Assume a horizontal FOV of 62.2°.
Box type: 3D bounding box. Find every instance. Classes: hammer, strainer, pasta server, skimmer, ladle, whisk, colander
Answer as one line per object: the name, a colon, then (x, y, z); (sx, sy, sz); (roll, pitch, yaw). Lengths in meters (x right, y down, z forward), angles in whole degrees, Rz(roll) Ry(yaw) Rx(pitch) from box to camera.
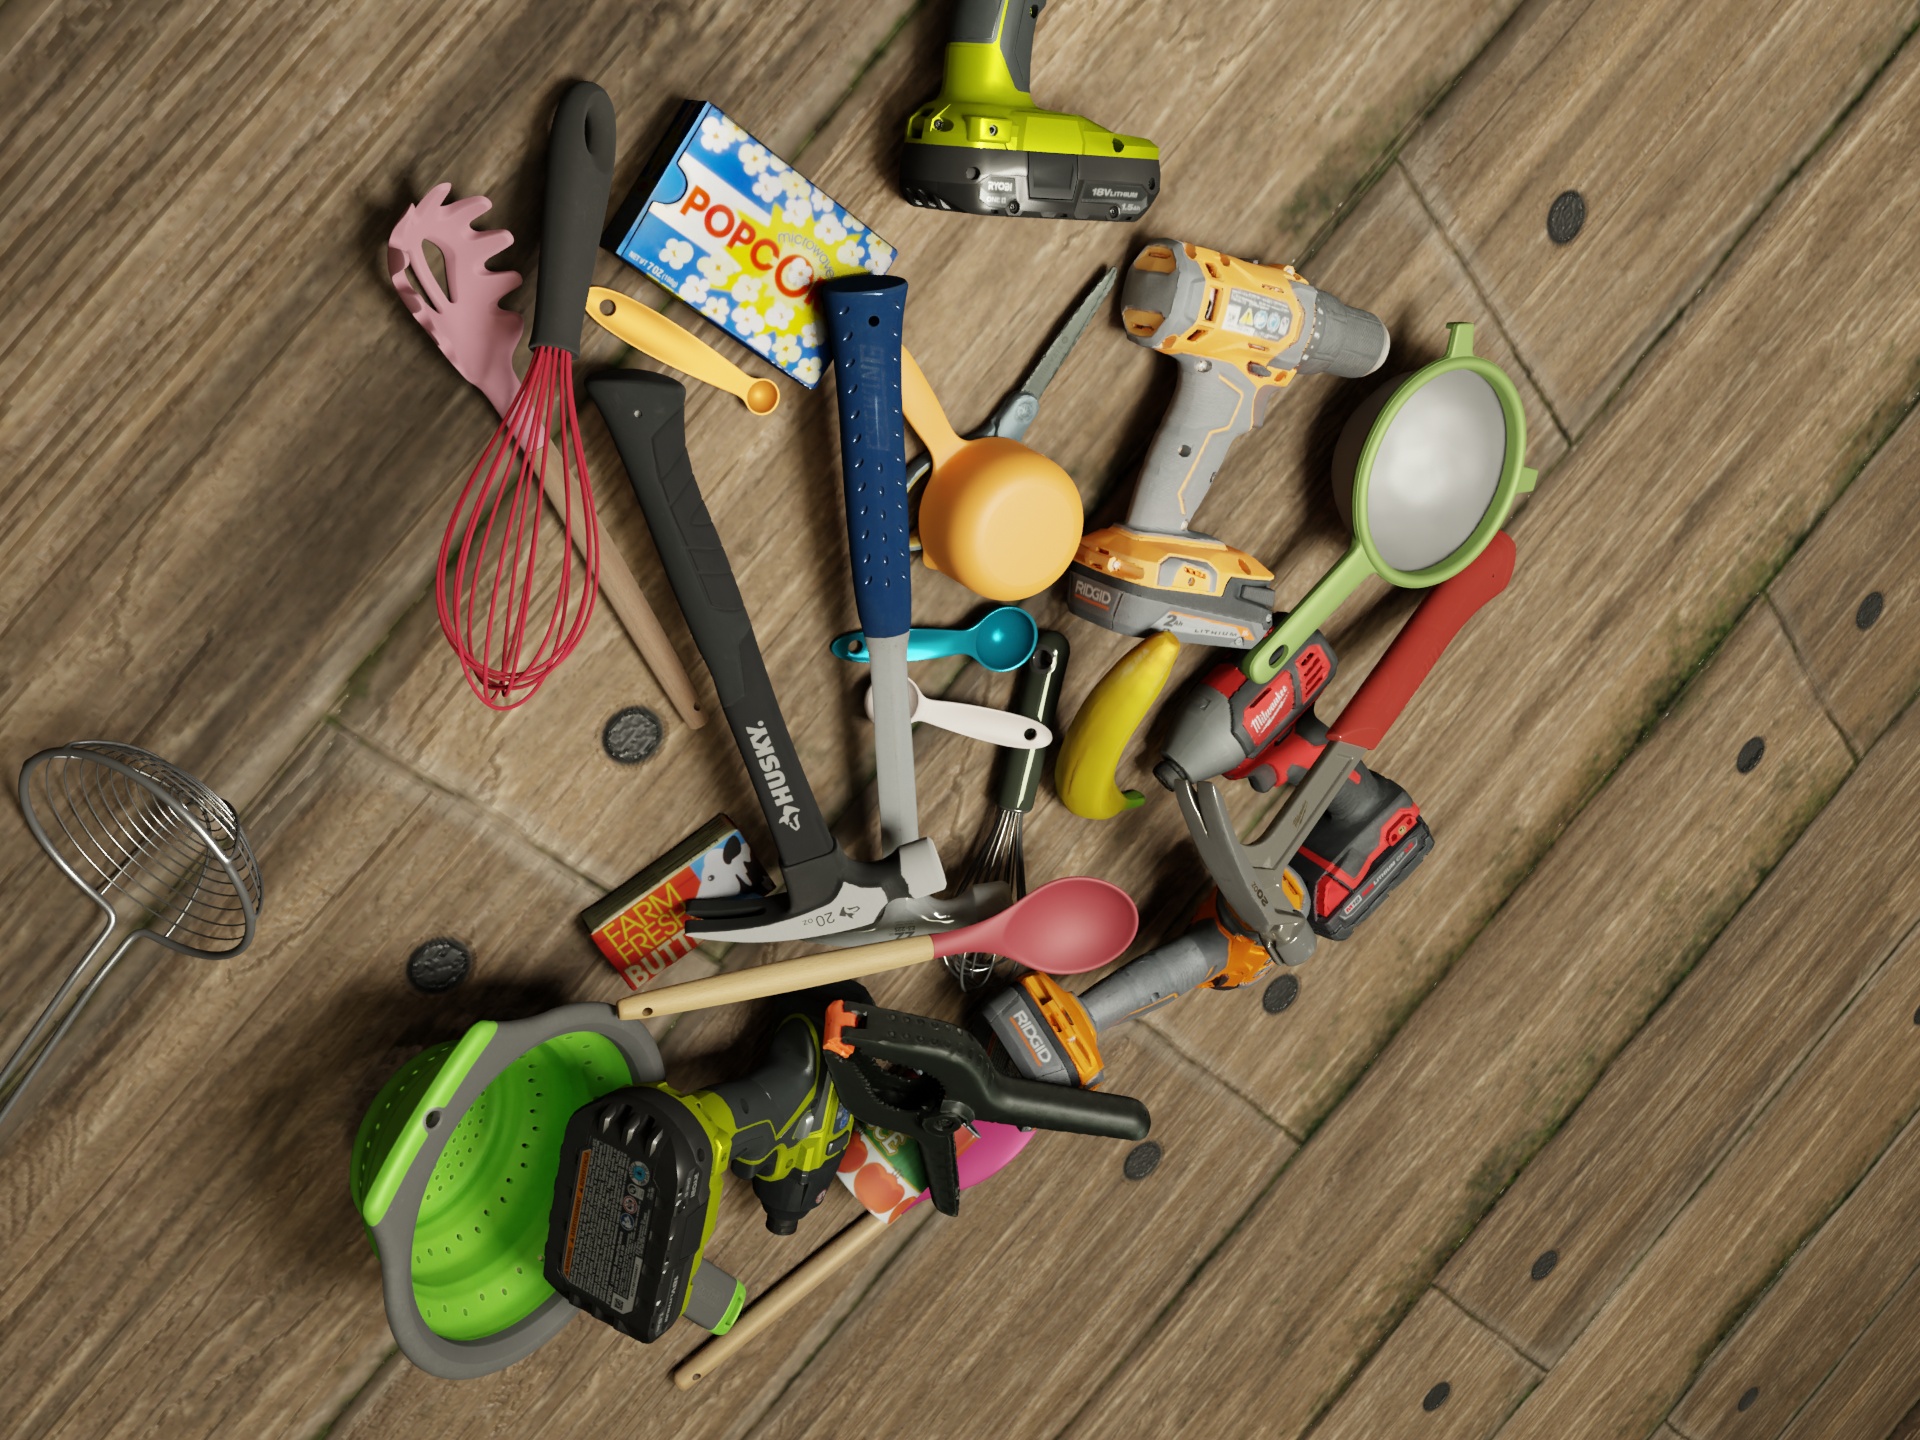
hammer: (-0.123, -0.025, 0.837); (0.146, 0.035, 0.334); (-18, 116, 0)
strainer: (0.256, -0.129, 1.031); (0.256, 0.069, 0.151); (-47, 129, -6)
pasta server: (-0.195, -0.115, 0.799); (0.060, 0.040, 0.315); (-51, 133, -33)
skimmer: (-0.455, 0.167, 0.747); (0.127, 0.090, 0.363); (36, 95, -4)
hammer: (-0.046, -0.039, 0.883); (0.144, 0.035, 0.405); (-7, 119, -7)
ladle: (-0.041, 0.137, 0.919); (0.315, 0.031, 0.069); (-8, 116, -23)
whisk: (0.033, 0.061, 1.012); (0.059, 0.058, 0.246); (-17, 123, -63)
whisk: (-0.190, -0.151, 0.731); (0.073, 0.073, 0.296); (10, 85, -33)
colander: (-0.237, 0.284, 0.931); (0.205, 0.094, 0.396); (-62, 150, -24)
hammer: (0.267, -0.017, 1.034); (0.359, 0.037, 0.149); (-48, 120, -29)

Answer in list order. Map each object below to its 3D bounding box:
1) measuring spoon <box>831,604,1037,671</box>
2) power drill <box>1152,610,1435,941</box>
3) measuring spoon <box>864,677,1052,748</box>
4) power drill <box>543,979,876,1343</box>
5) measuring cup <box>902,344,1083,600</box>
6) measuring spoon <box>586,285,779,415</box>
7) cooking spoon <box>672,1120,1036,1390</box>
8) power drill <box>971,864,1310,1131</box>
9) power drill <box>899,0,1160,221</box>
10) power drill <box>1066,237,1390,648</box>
measuring spoon: (-0.017, -0.050, 0.949); (0.128, 0.021, 0.042); (-4, 115, -19)
power drill: (0.225, 0.044, 1.093); (0.143, 0.079, 0.219); (-44, 123, -8)
measuring spoon: (-0.002, -0.003, 0.962); (0.124, 0.018, 0.034); (14, 101, -22)
power drill: (-0.134, 0.256, 0.925); (0.223, 0.080, 0.171); (-15, 121, -62)
measuring cup: (0.007, -0.138, 0.873); (0.095, 0.052, 0.173); (-42, 129, -7)
measuring spoon: (-0.143, -0.190, 0.814); (0.116, 0.011, 0.021); (26, 97, -32)
cooking spoon: (-0.066, 0.352, 1.100); (0.319, 0.017, 0.068); (-37, 124, -11)
power drill: (0.121, 0.185, 1.074); (0.226, 0.084, 0.164); (-27, 159, -16)
power drill: (0.054, -0.374, 0.802); (0.190, 0.080, 0.228); (-7, 112, -27)
power drill: (0.166, -0.162, 0.964); (0.185, 0.084, 0.226); (3, 105, -33)
